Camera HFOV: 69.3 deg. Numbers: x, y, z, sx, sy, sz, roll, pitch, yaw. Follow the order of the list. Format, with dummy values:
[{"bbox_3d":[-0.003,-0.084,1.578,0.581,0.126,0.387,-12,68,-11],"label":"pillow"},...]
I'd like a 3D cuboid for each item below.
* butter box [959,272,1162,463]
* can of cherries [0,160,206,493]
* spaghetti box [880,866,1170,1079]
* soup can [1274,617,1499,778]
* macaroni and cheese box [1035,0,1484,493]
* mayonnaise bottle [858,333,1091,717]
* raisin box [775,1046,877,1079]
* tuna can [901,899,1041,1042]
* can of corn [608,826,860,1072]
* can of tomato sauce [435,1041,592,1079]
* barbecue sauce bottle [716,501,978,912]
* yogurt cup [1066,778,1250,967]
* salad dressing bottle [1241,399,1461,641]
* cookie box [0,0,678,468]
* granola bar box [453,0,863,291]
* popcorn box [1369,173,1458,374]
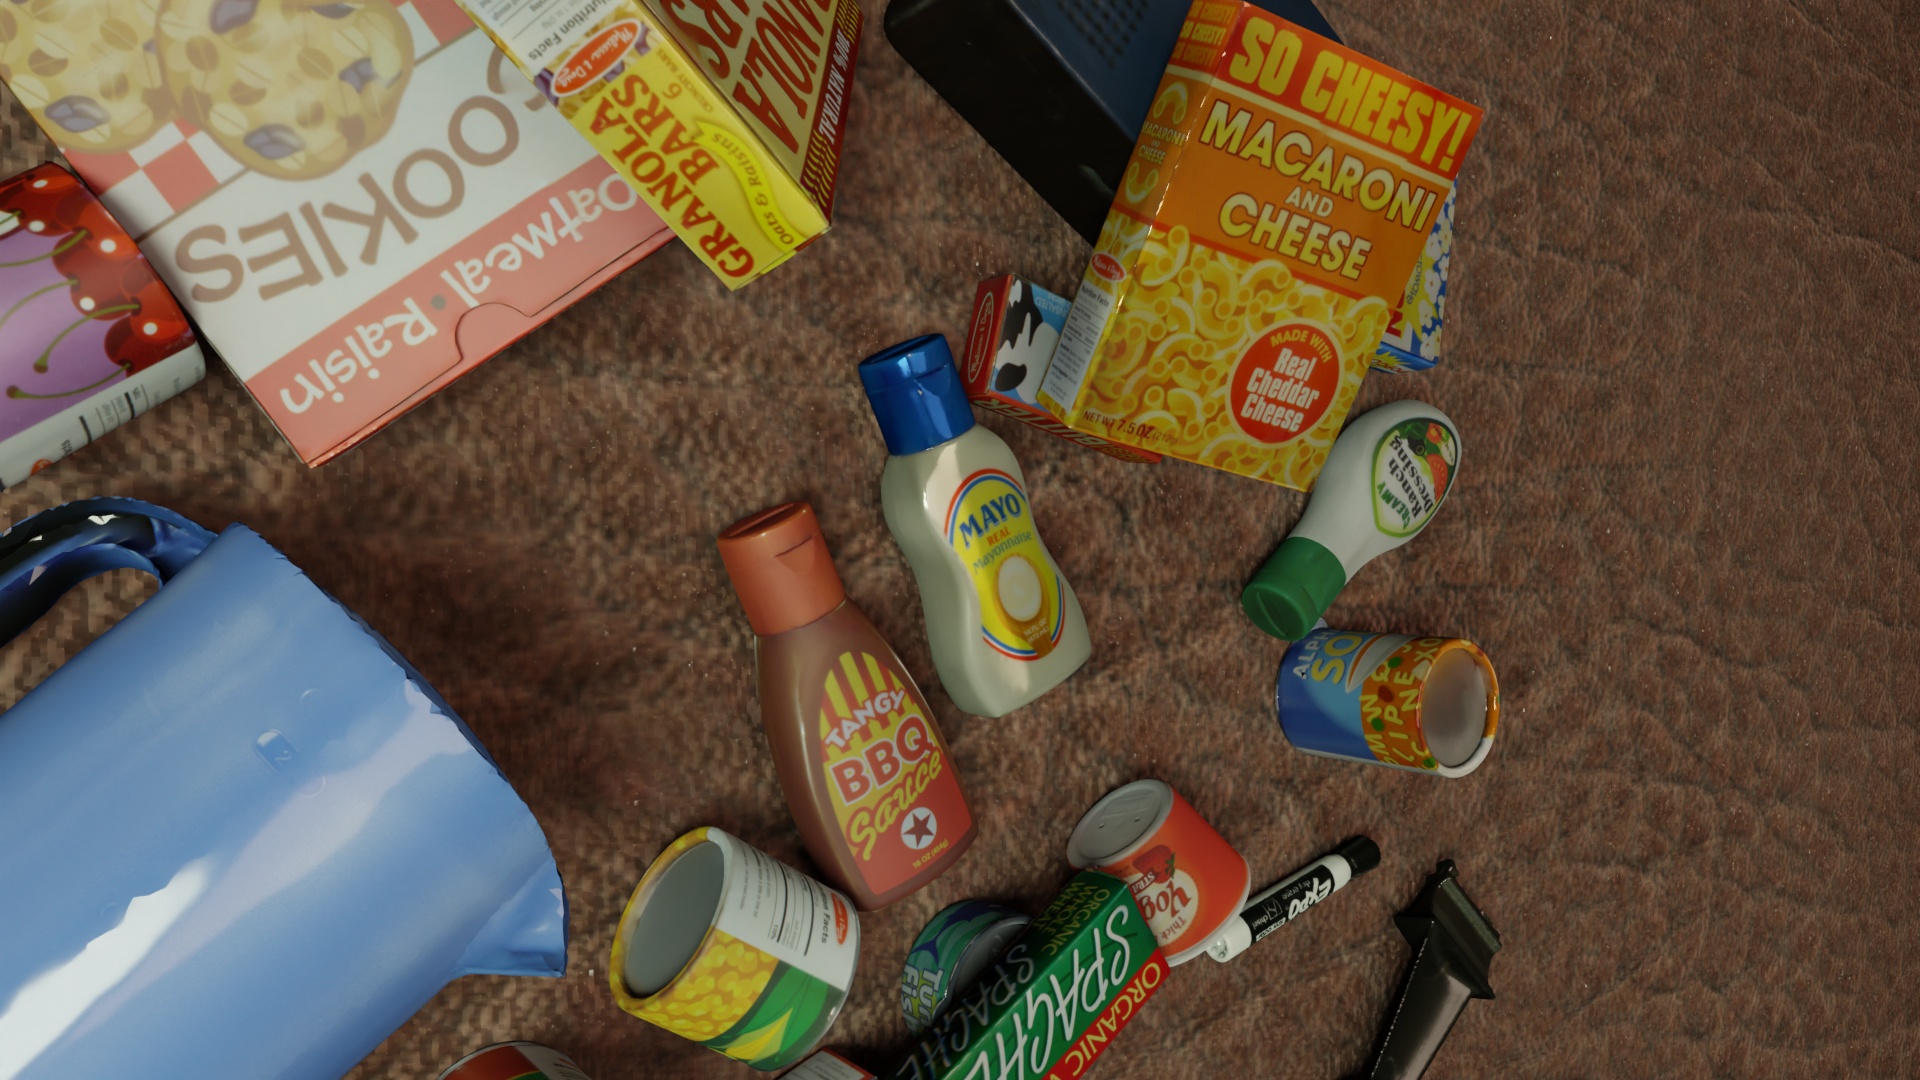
[{"bbox_3d":[0.049,-0.071,0.596,0.103,0.024,0.053,18,80,-35],"label":"butter box"},{"bbox_3d":[-0.242,-0.057,0.356,0.058,0.071,0.071,-41,113,-29],"label":"can of cherries"},{"bbox_3d":[-0.015,0.217,0.498,0.251,0.028,0.050,-38,112,-31],"label":"spaghetti box"},{"bbox_3d":[0.206,0.074,0.674,0.071,0.083,0.071,0,90,-36],"label":"soup can"},{"bbox_3d":[0.117,-0.113,0.553,0.124,0.040,0.166,13,108,-26],"label":"macaroni and cheese box"},{"bbox_3d":[0.002,-0.007,0.551,0.065,0.041,0.147,-30,108,-30],"label":"mayonnaise bottle"},{"bbox_3d":[-0.077,0.254,0.495,0.124,0.040,0.086,-24,105,-35],"label":"raisin box"},{"bbox_3d":[0.009,0.182,0.561,0.071,0.033,0.071,0,90,-36],"label":"tuna can"},{"bbox_3d":[-0.080,0.142,0.478,0.058,0.071,0.071,37,69,-30],"label":"can of corn"},{"bbox_3d":[-0.130,0.202,0.428,0.071,0.083,0.071,0,90,-36],"label":"can of tomato sauce"},{"bbox_3d":[-0.046,0.059,0.515,0.065,0.043,0.148,-30,107,-31],"label":"barbecue sauce bottle"},{"bbox_3d":[0.082,0.140,0.598,0.073,0.072,0.054,-45,107,-27],"label":"yogurt cup"},{"bbox_3d":[0.194,-0.011,0.690,0.148,0.044,0.064,-45,112,-27],"label":"salad dressing bottle"},{"bbox_3d":[-0.175,-0.122,0.380,0.123,0.040,0.167,-35,102,-5],"label":"cookie box"},{"bbox_3d":[-0.084,-0.166,0.409,0.124,0.039,0.166,47,26,-31],"label":"granola bar box"},{"bbox_3d":[0.208,-0.155,0.704,0.085,0.038,0.126,11,84,-35],"label":"popcorn box"}]
